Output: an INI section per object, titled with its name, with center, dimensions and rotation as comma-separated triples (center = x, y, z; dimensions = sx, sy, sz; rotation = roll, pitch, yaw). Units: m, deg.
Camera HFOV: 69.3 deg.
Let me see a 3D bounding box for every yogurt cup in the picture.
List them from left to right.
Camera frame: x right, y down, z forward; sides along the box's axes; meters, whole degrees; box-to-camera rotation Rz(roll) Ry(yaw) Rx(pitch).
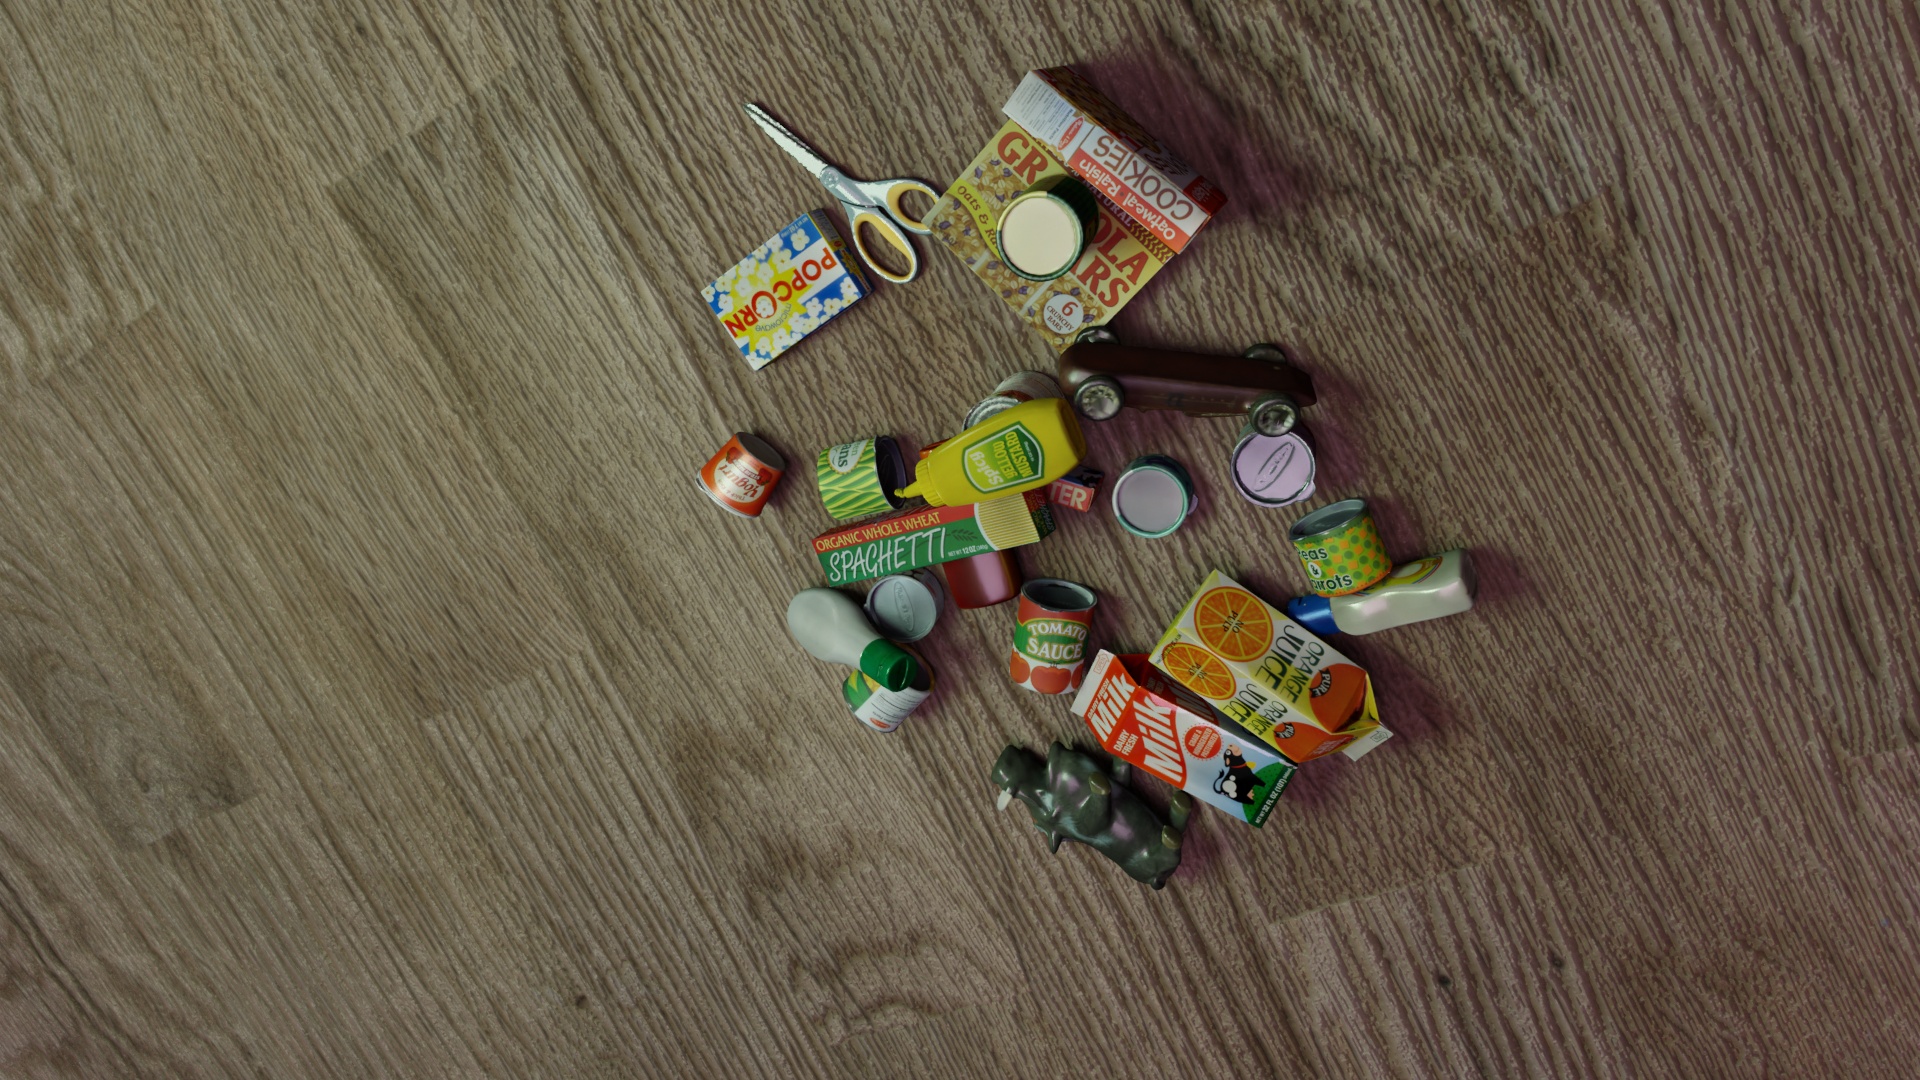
[yogurt cup]
center = -0.194, -0.061, 1.252
dimensions = 0.072, 0.072, 0.053
rotation = 39, 107, 0

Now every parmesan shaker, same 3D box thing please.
[parmesan shaker]
center = 0.064, -0.233, 1.044
dimensions = 0.071, 0.103, 0.071
rotation = 4, 112, 10

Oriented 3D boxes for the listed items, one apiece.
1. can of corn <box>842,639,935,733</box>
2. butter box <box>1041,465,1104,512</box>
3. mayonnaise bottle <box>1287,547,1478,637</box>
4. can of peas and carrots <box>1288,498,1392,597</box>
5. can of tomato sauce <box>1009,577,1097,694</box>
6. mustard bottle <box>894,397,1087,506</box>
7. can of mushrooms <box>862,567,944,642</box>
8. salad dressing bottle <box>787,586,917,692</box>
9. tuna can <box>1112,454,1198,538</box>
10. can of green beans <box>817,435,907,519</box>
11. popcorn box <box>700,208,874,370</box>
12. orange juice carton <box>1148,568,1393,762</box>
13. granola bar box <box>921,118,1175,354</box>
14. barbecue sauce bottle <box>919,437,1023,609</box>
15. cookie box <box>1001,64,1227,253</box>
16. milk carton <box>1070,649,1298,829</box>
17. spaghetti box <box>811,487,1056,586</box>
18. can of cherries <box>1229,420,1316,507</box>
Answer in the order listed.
[can of corn]
center = -0.066, 0.132, 1.282
dimensions = 0.071, 0.071, 0.058
rotation = 43, 114, -2
[butter box]
center = 0.067, -0.055, 1.183
dimensions = 0.103, 0.053, 0.024
rotation = 17, 111, 10
[mayonnaise bottle]
center = 0.343, 0.048, 1.135
dimensions = 0.148, 0.065, 0.041
rotation = -17, 108, 31
[can of peas and carrots]
center = 0.307, 0.007, 1.127
dimensions = 0.071, 0.071, 0.058
rotation = -22, 102, 22
[can of tomato sauce]
center = 0.080, 0.085, 1.219
dimensions = 0.071, 0.071, 0.082
rotation = 13, 112, 12
[mustard bottle]
center = 0.017, -0.059, 1.084
dimensions = 0.160, 0.049, 0.065
rotation = -21, 100, 22
[can of mushrooms]
center = -0.052, 0.057, 1.267
dimensions = 0.071, 0.033, 0.070
rotation = 5, 111, 14
[salad dressing bottle]
center = -0.097, 0.090, 1.245
dimensions = 0.148, 0.044, 0.064
rotation = 29, 112, 43
[tuna can]
center = 0.165, -0.036, 1.173
dimensions = 0.071, 0.033, 0.070
rotation = 5, 110, 15
[can of green beans]
center = -0.086, -0.055, 1.220
dimensions = 0.058, 0.071, 0.071
rotation = -10, 106, 20
[popcorn box]
center = -0.149, -0.215, 1.197
dimensions = 0.126, 0.038, 0.085
rotation = -31, 99, 23
[orange juice carton]
center = 0.262, 0.116, 1.154
dimensions = 0.193, 0.073, 0.071
rotation = 35, 150, 7
[granola bar box]
center = 0.071, -0.247, 1.117
dimensions = 0.165, 0.039, 0.124
rotation = 42, 113, -6
[barbecue sauce bottle]
center = 0.004, -0.015, 1.220
dimensions = 0.065, 0.044, 0.148
rotation = -13, 104, 26
[cookie box]
center = 0.121, -0.291, 1.047
dimensions = 0.167, 0.123, 0.040
rotation = 39, 116, 0
[milk carton]
center = 0.194, 0.165, 1.212
dimensions = 0.191, 0.074, 0.072
rotation = 26, 114, 6
[spaghetti box]
center = -0.030, -0.005, 1.200
dimensions = 0.249, 0.029, 0.050
rotation = -13, 102, 39
[can of cherries]
center = 0.255, -0.064, 1.123
dimensions = 0.071, 0.058, 0.071
rotation = 5, 109, 14
